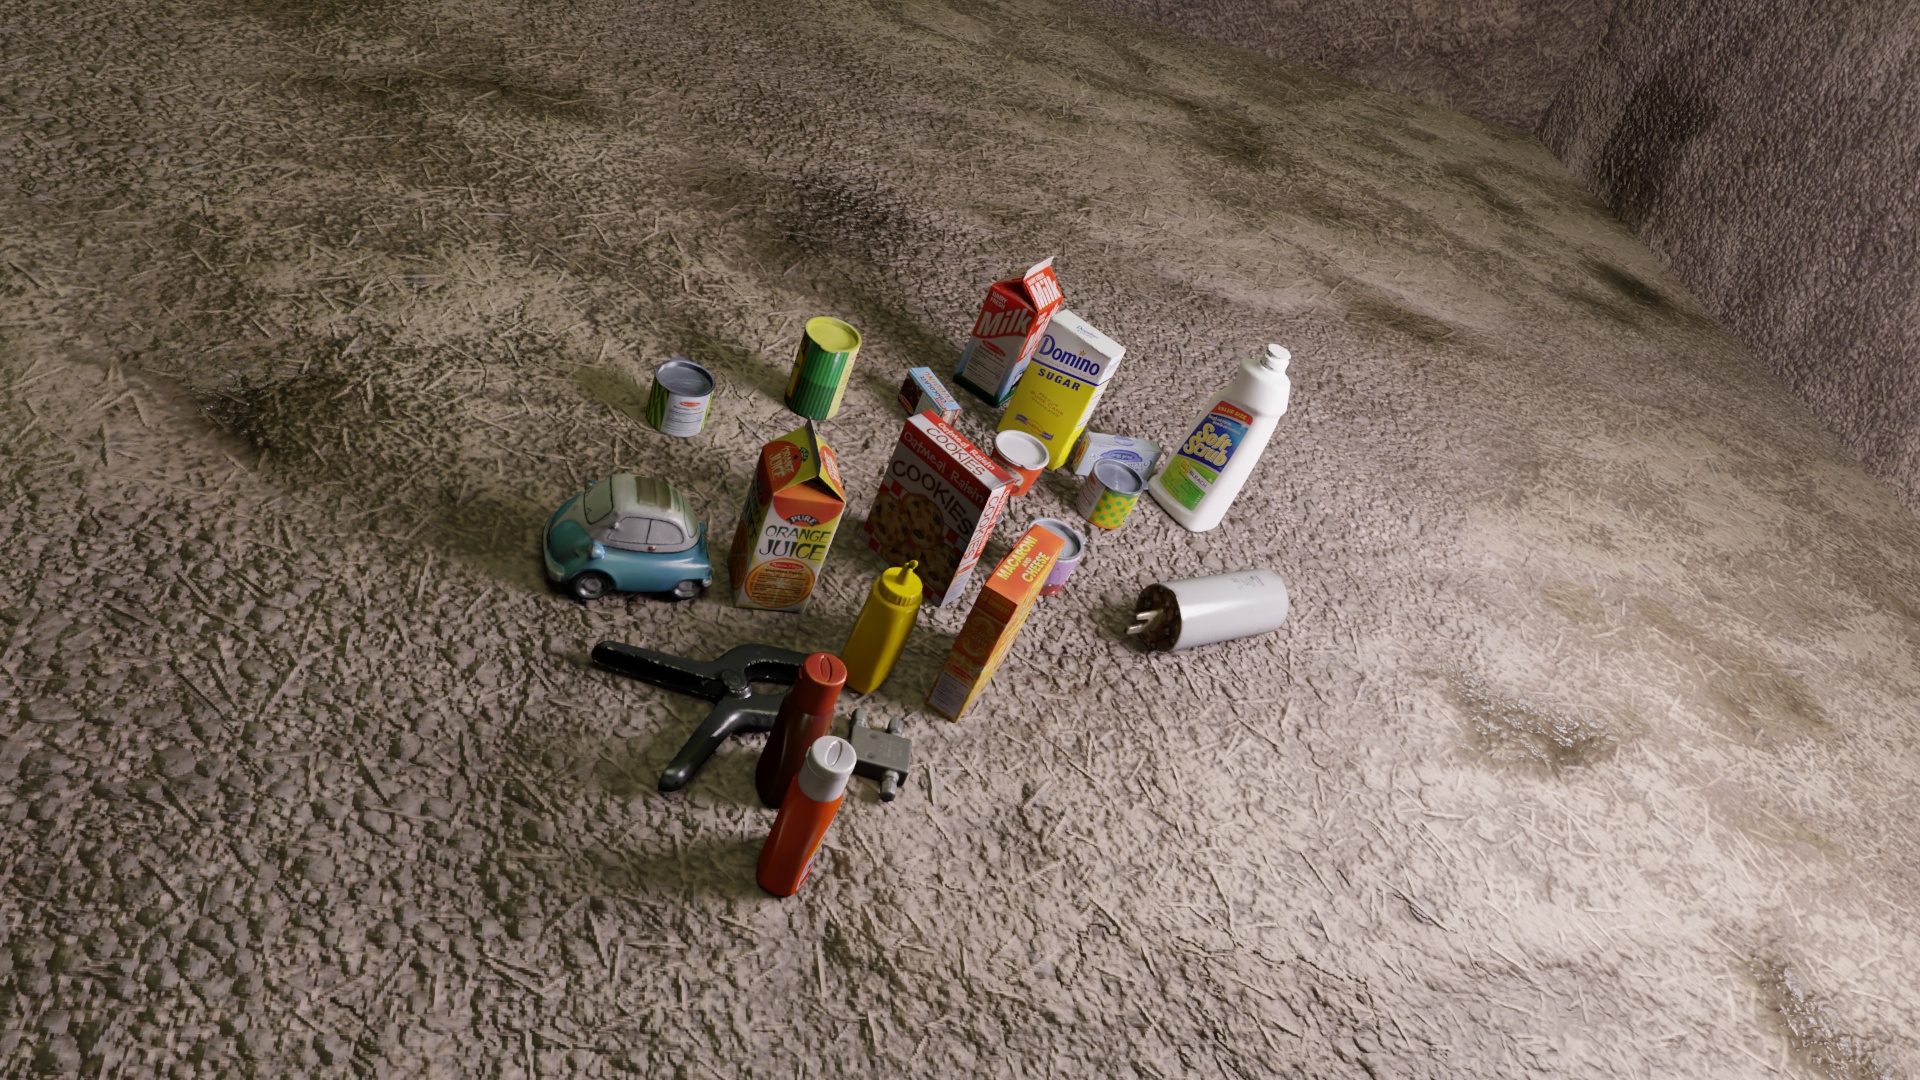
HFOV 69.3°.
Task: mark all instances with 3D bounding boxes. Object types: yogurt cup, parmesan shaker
[{"bbox_3d":[0.064,-0.089,1.639,0.072,0.053,0.073,15,38,-12],"label":"yogurt cup"},{"bbox_3d":[-0.161,-0.197,1.605,0.071,0.102,0.072,15,38,-12],"label":"parmesan shaker"}]

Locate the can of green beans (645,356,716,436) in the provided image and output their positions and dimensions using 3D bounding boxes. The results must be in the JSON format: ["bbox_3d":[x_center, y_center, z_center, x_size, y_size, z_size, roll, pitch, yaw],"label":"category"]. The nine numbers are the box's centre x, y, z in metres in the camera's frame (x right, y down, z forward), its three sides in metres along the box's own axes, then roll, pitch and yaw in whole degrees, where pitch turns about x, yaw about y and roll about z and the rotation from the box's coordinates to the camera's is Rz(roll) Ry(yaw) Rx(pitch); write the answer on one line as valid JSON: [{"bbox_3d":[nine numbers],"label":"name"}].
[{"bbox_3d":[-0.305,-0.155,1.514,0.071,0.057,0.071,15,38,-12],"label":"can of green beans"}]

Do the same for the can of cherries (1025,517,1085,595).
[{"bbox_3d":[0.096,0.019,1.523,0.071,0.058,0.072,15,38,-12],"label":"can of cherries"}]

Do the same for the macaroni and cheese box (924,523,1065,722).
[{"bbox_3d":[0.033,0.078,1.329,0.040,0.165,0.124,31,38,9],"label":"macaroni and cheese box"}]

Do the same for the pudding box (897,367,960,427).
[{"bbox_3d":[-0.039,-0.166,1.679,0.030,0.049,0.084,-10,49,-36],"label":"pudding box"}]

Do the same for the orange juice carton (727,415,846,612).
[{"bbox_3d":[-0.163,-0.024,1.323,0.073,0.191,0.072,6,41,-22],"label":"orange juice carton"}]

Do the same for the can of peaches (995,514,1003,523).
[{"bbox_3d":[0.005,-0.019,1.520,0.071,0.057,0.071,15,38,-12],"label":"can of peaches"}]

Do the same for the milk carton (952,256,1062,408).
[{"bbox_3d":[0.066,-0.268,1.742,0.073,0.189,0.073,34,38,13],"label":"milk carton"}]

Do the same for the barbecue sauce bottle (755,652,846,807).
[{"bbox_3d":[-0.133,0.156,1.161,0.044,0.147,0.065,11,39,-18],"label":"barbecue sauce bottle"}]

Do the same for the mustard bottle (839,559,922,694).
[{"bbox_3d":[-0.068,0.072,1.287,0.049,0.159,0.065,32,38,9],"label":"mustard bottle"}]

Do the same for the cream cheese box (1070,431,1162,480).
[{"bbox_3d":[0.193,-0.103,1.725,0.104,0.053,0.024,5,41,-23],"label":"cream cheese box"}]

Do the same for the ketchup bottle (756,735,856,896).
[{"bbox_3d":[-0.121,0.214,1.097,0.043,0.148,0.065,23,37,-3],"label":"ketchup bottle"}]

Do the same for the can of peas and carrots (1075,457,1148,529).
[{"bbox_3d":[0.180,-0.055,1.657,0.071,0.058,0.071,15,38,-12],"label":"can of peas and carrots"}]

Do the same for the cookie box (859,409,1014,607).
[{"bbox_3d":[-0.026,-0.033,1.429,0.123,0.166,0.040,41,40,21],"label":"cookie box"}]
